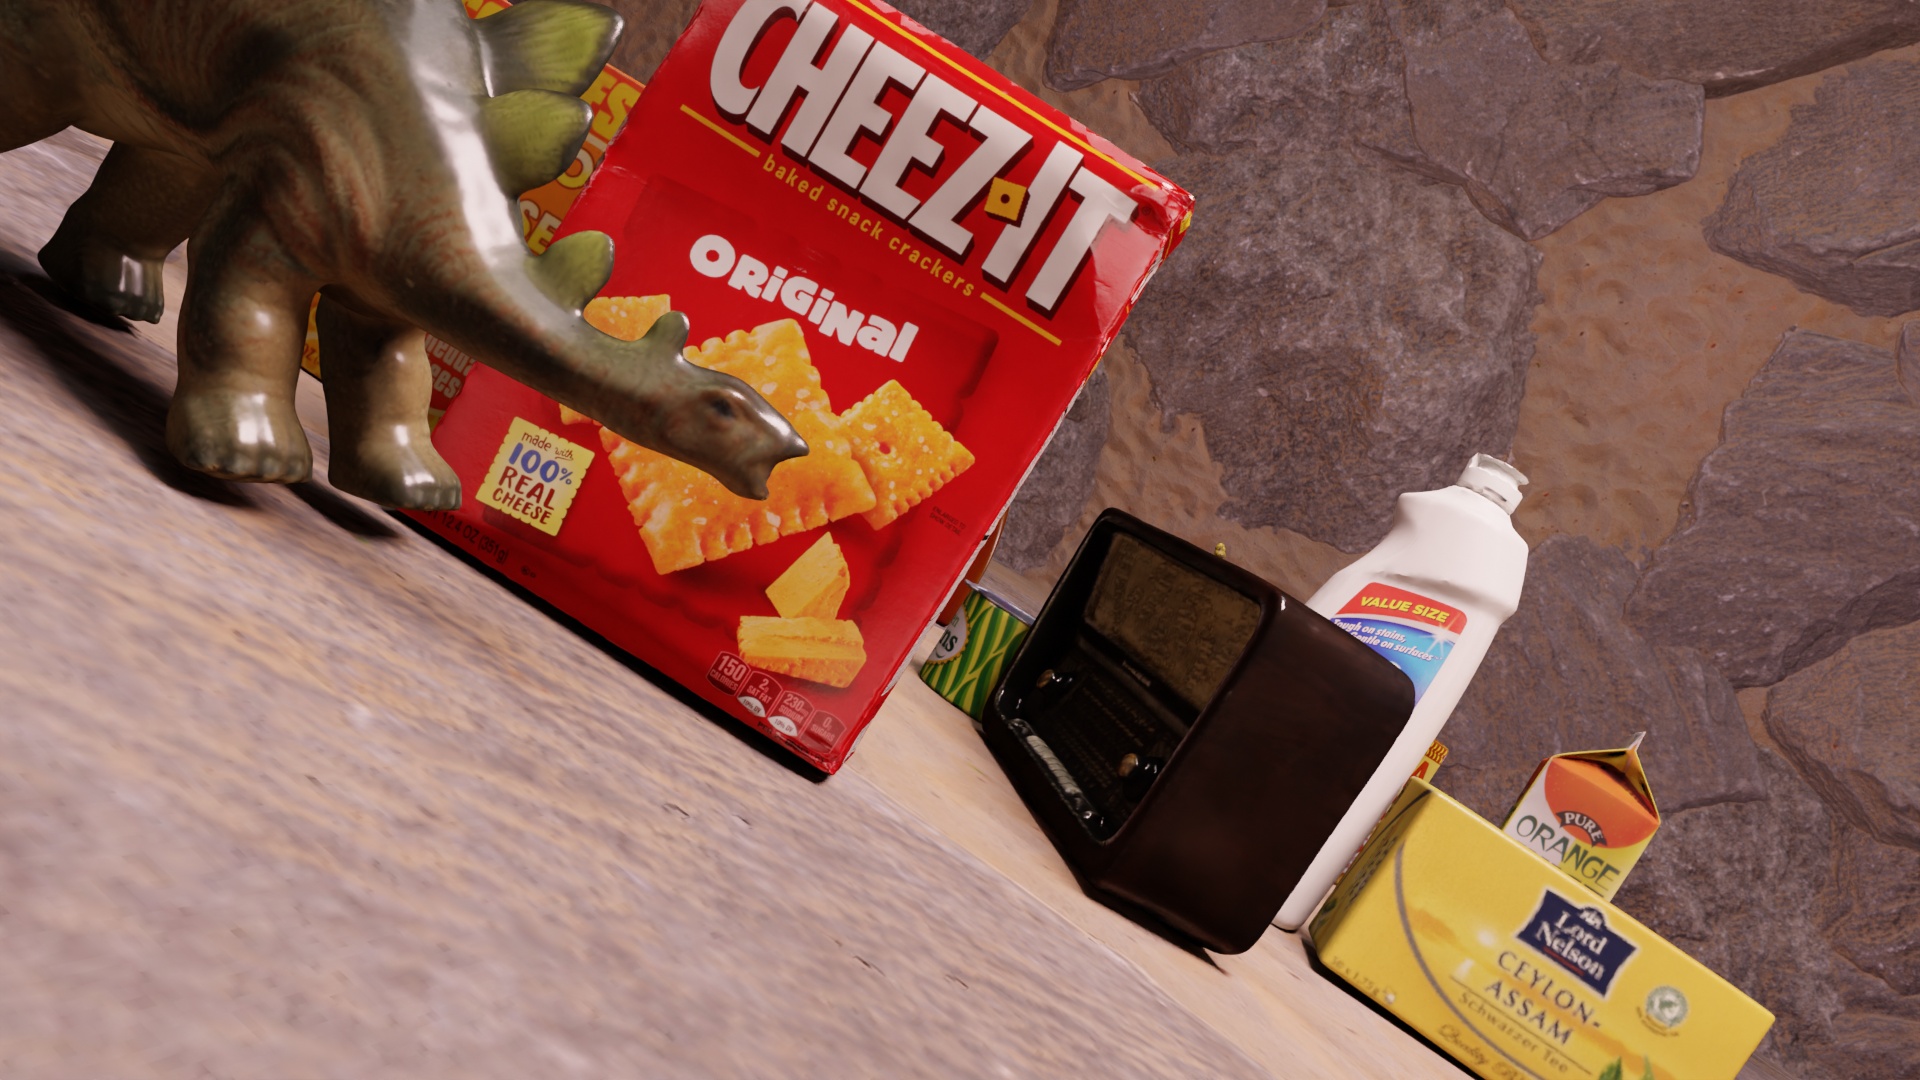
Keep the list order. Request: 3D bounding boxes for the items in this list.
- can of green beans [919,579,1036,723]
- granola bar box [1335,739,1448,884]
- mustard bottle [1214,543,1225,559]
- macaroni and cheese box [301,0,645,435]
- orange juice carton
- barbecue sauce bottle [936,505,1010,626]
[{"bbox_3d":[0.020,0.065,0.746,0.071,0.058,0.071,32,2,-1],"label":"can of green beans"},{"bbox_3d":[0.248,0.160,0.947,0.165,0.124,0.039,31,2,-38],"label":"granola bar box"},{"bbox_3d":[0.147,0.073,0.977,0.049,0.160,0.065,31,2,-38],"label":"mustard bottle"},{"bbox_3d":[-0.188,-0.122,0.555,0.124,0.166,0.040,33,2,8],"label":"macaroni and cheese box"},{"bbox_3d":[0.372,0.201,0.871,0.073,0.192,0.072,33,2,22],"label":"orange juice carton"},{"bbox_3d":[0.004,-0.013,1.032,0.065,0.148,0.044,32,2,-15],"label":"barbecue sauce bottle"}]
